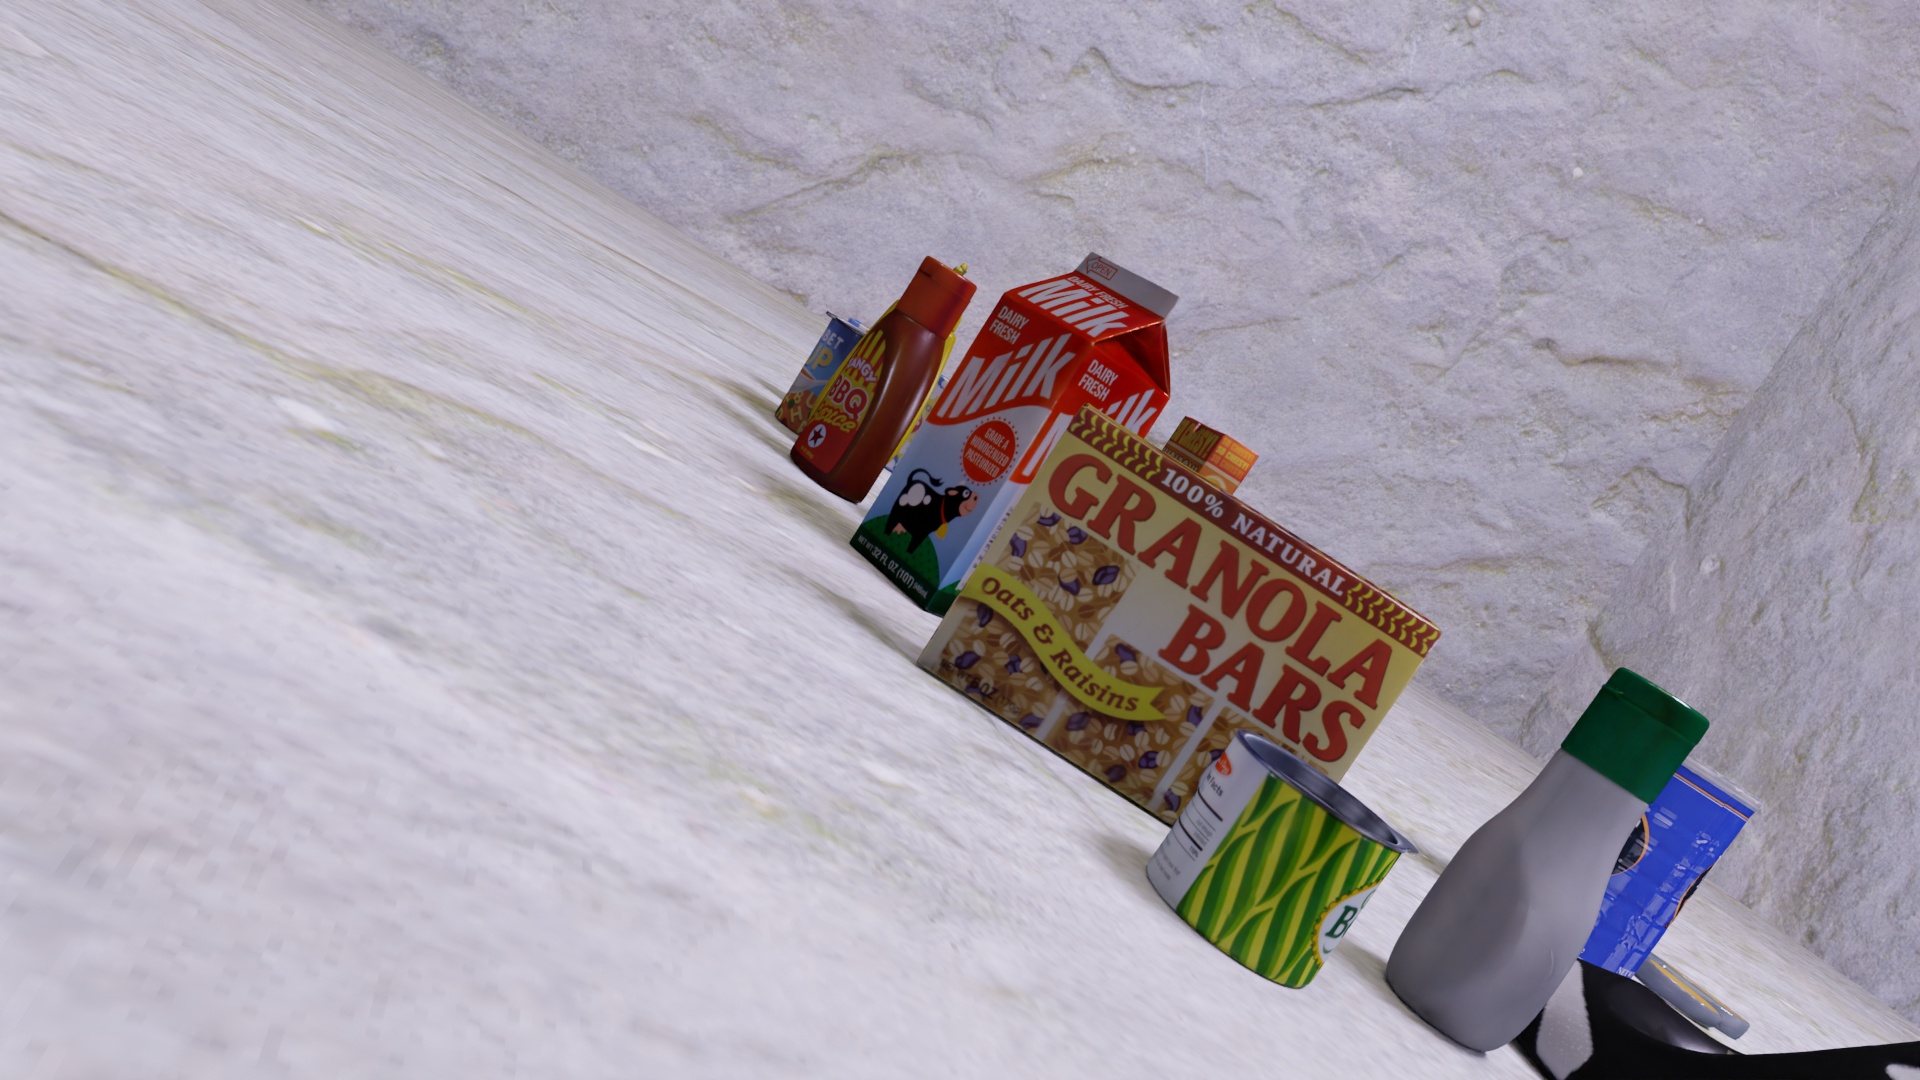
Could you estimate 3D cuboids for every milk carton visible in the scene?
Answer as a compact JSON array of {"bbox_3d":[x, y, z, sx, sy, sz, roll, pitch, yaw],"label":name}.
[{"bbox_3d":[0.035,-0.052,0.695,0.073,0.190,0.072,26,10,-47],"label":"milk carton"}]

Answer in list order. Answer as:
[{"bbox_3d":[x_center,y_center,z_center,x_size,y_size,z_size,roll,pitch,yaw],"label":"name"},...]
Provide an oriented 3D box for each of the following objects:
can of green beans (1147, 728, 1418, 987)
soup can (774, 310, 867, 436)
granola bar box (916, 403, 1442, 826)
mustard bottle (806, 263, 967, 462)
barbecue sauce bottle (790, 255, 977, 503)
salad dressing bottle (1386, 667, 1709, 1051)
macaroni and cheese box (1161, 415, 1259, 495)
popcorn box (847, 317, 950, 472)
[{"bbox_3d":[0.105,0.106,0.467,0.071,0.057,0.071,32,7,-4],"label":"can of green beans"},{"bbox_3d":[-0.085,-0.109,0.983,0.071,0.083,0.071,32,7,-4],"label":"soup can"},{"bbox_3d":[0.085,0.040,0.560,0.165,0.124,0.039,33,7,0],"label":"granola bar box"},{"bbox_3d":[-0.042,-0.118,0.927,0.065,0.160,0.049,31,7,-11],"label":"mustard bottle"},{"bbox_3d":[-0.044,-0.098,0.835,0.043,0.148,0.065,27,9,-40],"label":"barbecue sauce bottle"},{"bbox_3d":[0.218,0.117,0.516,0.044,0.147,0.064,31,7,-10],"label":"salad dressing bottle"},{"bbox_3d":[0.176,-0.022,1.189,0.040,0.166,0.124,31,7,-12],"label":"macaroni and cheese box"},{"bbox_3d":[-0.053,-0.104,1.086,0.127,0.085,0.038,33,7,5],"label":"popcorn box"}]
